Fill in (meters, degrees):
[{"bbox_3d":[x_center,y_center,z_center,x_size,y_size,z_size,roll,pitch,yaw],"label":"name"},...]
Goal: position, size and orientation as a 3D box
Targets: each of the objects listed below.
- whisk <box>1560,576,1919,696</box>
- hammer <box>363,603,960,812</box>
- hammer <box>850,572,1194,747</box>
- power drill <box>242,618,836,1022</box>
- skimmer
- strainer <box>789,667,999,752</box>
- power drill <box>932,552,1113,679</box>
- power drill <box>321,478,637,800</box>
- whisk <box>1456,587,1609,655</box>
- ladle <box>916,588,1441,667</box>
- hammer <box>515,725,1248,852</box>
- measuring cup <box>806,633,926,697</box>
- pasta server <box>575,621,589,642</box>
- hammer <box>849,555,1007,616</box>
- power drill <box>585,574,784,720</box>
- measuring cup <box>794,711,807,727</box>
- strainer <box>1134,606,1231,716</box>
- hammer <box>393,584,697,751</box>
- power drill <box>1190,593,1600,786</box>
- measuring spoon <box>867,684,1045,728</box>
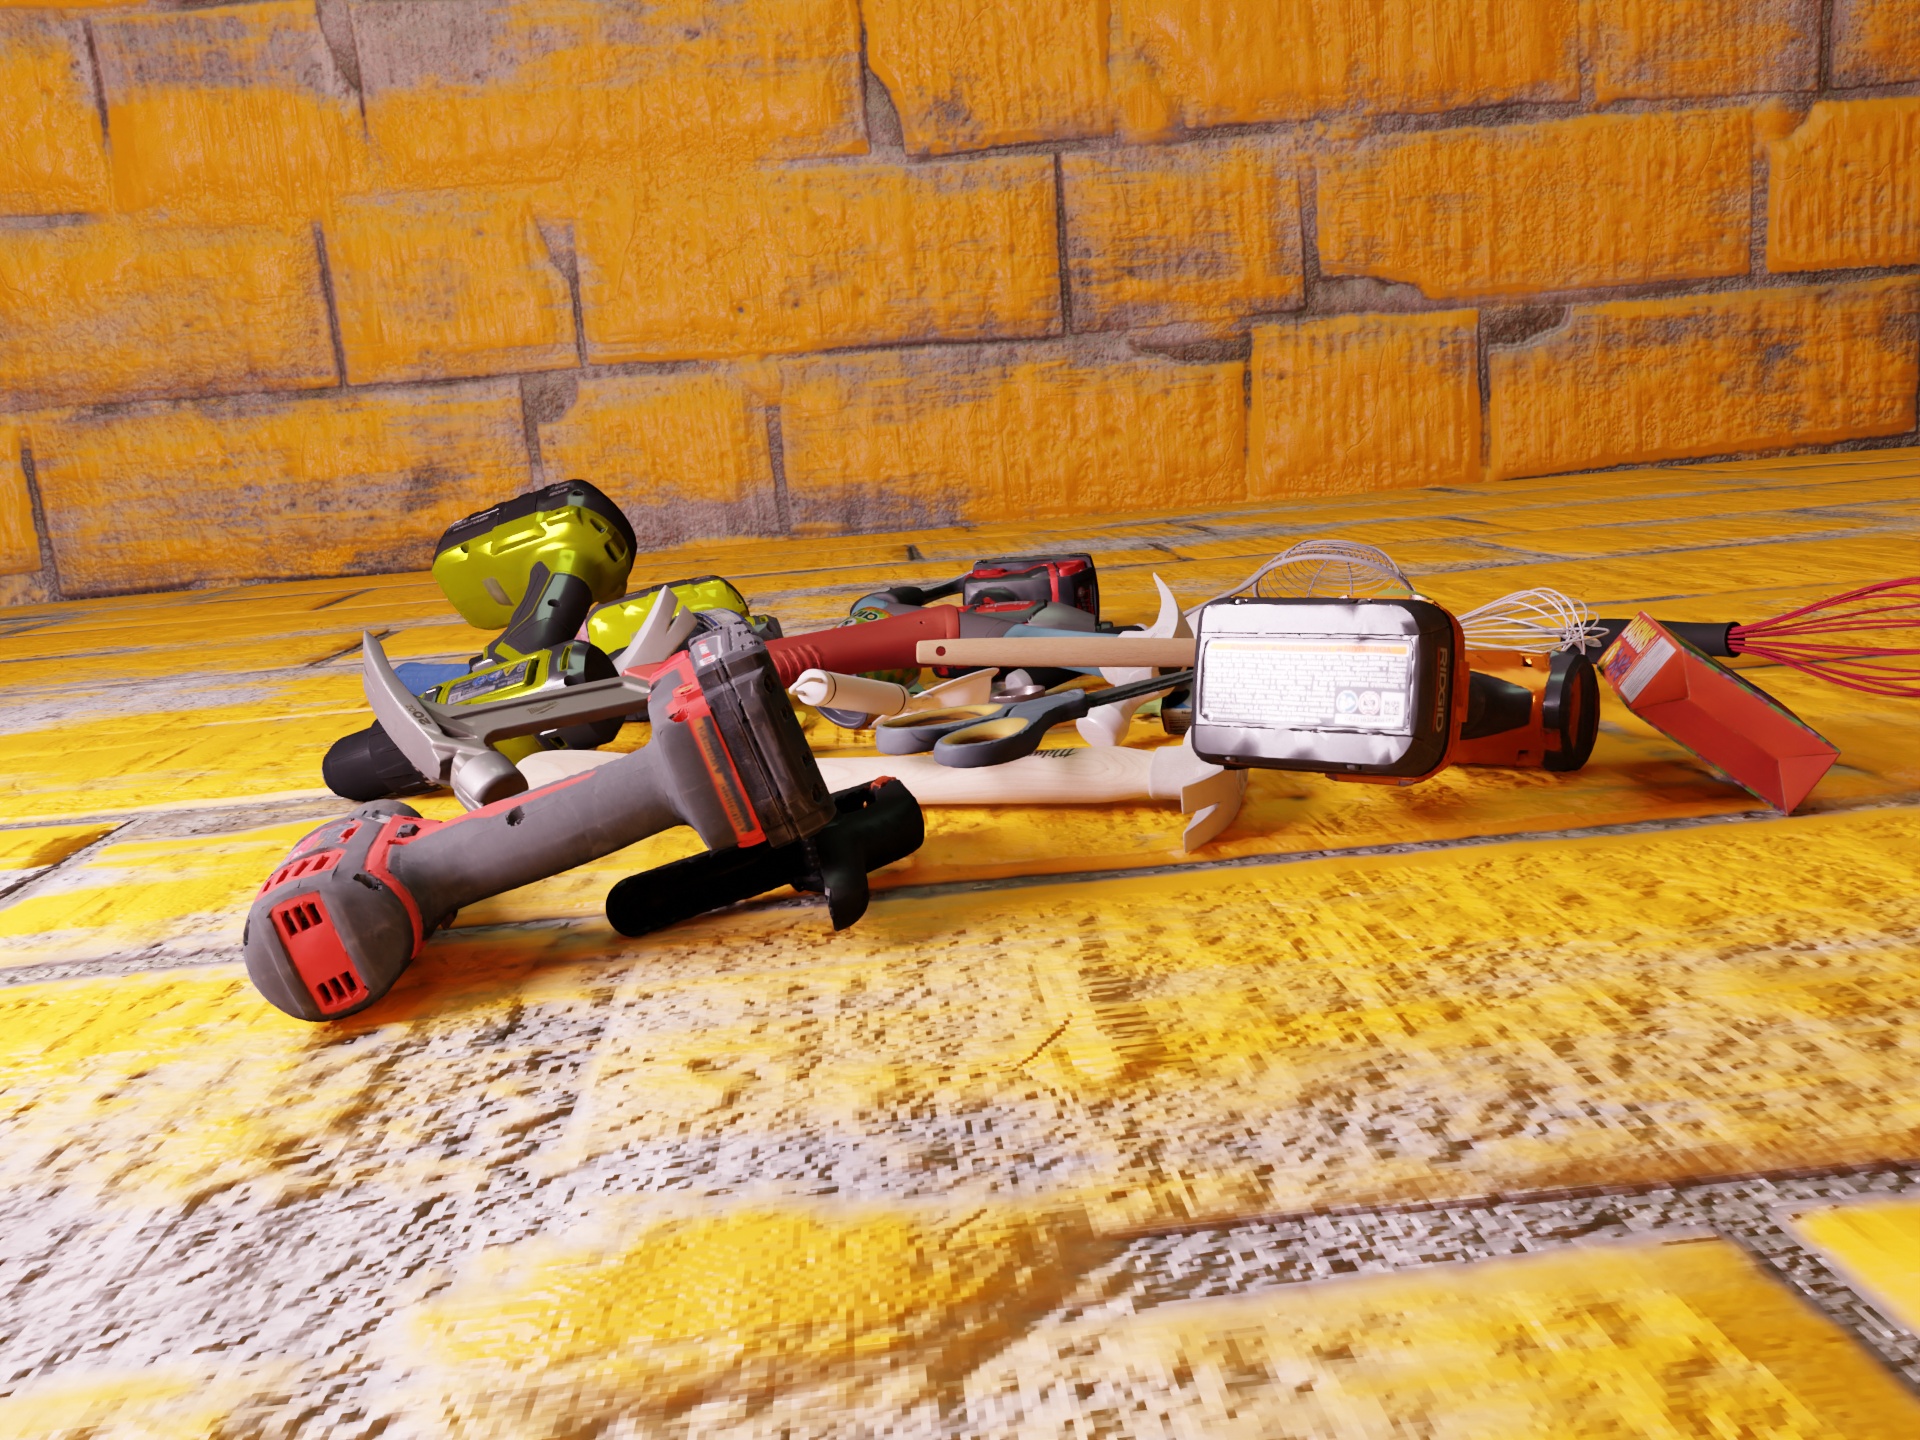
[{"bbox_3d":[0.505,-0.050,1.000,0.073,0.073,0.296,-11,8,-31],"label":"whisk"},{"bbox_3d":[-0.147,-0.029,0.914,0.359,0.036,0.149,-14,41,-39],"label":"hammer"},{"bbox_3d":[0.026,-0.054,1.084,0.128,0.033,0.331,-47,33,-22],"label":"hammer"},{"bbox_3d":[-0.178,0.038,0.673,0.226,0.080,0.188,-24,13,-7],"label":"power drill"},{"bbox_3d":[0.196,-0.059,1.218,0.363,0.090,0.127,-23,-4,-30],"label":"skimmer"},{"bbox_3d":[-0.037,-0.009,0.920,0.087,0.050,0.258,-26,-12,18],"label":"strainer"},{"bbox_3d":[0.058,-0.082,1.303,0.143,0.078,0.220,-3,14,8],"label":"power drill"},{"bbox_3d":[-0.300,-0.046,1.021,0.190,0.080,0.229,-17,40,13],"label":"power drill"},{"bbox_3d":[0.344,-0.059,1.113,0.070,0.070,0.285,-8,6,-16],"label":"whisk"},{"bbox_3d":[0.135,-0.039,0.927,0.320,0.078,0.062,0,-1,-1],"label":"ladle"},{"bbox_3d":[-0.058,0.034,0.844,0.410,0.038,0.146,-2,13,17],"label":"hammer"},{"bbox_3d":[-0.070,-0.027,1.185,0.083,0.038,0.168,-8,22,-31],"label":"measuring cup"},{"bbox_3d":[-0.269,-0.075,1.491,0.316,0.040,0.060,7,28,41],"label":"pasta server"},{"bbox_3d":[-0.038,-0.109,1.425,0.149,0.036,0.409,-16,5,8],"label":"hammer"},{"bbox_3d":[-0.233,-0.053,1.262,0.171,0.080,0.223,-14,15,-10],"label":"power drill"},{"bbox_3d":[-0.125,0.002,1.047,0.062,0.029,0.156,-3,13,7],"label":"measuring cup"},{"bbox_3d":[0.238,-0.046,1.043,0.256,0.069,0.151,-1,11,27],"label":"strainer"},{"bbox_3d":[-0.335,-0.031,1.184,0.406,0.035,0.144,2,47,51],"label":"hammer"},{"bbox_3d":[0.202,-0.012,0.787,0.164,0.084,0.226,3,-1,38],"label":"power drill"},{"bbox_3d":[-0.002,-0.003,1.084,0.124,0.018,0.034,-12,11,-2],"label":"measuring spoon"}]
